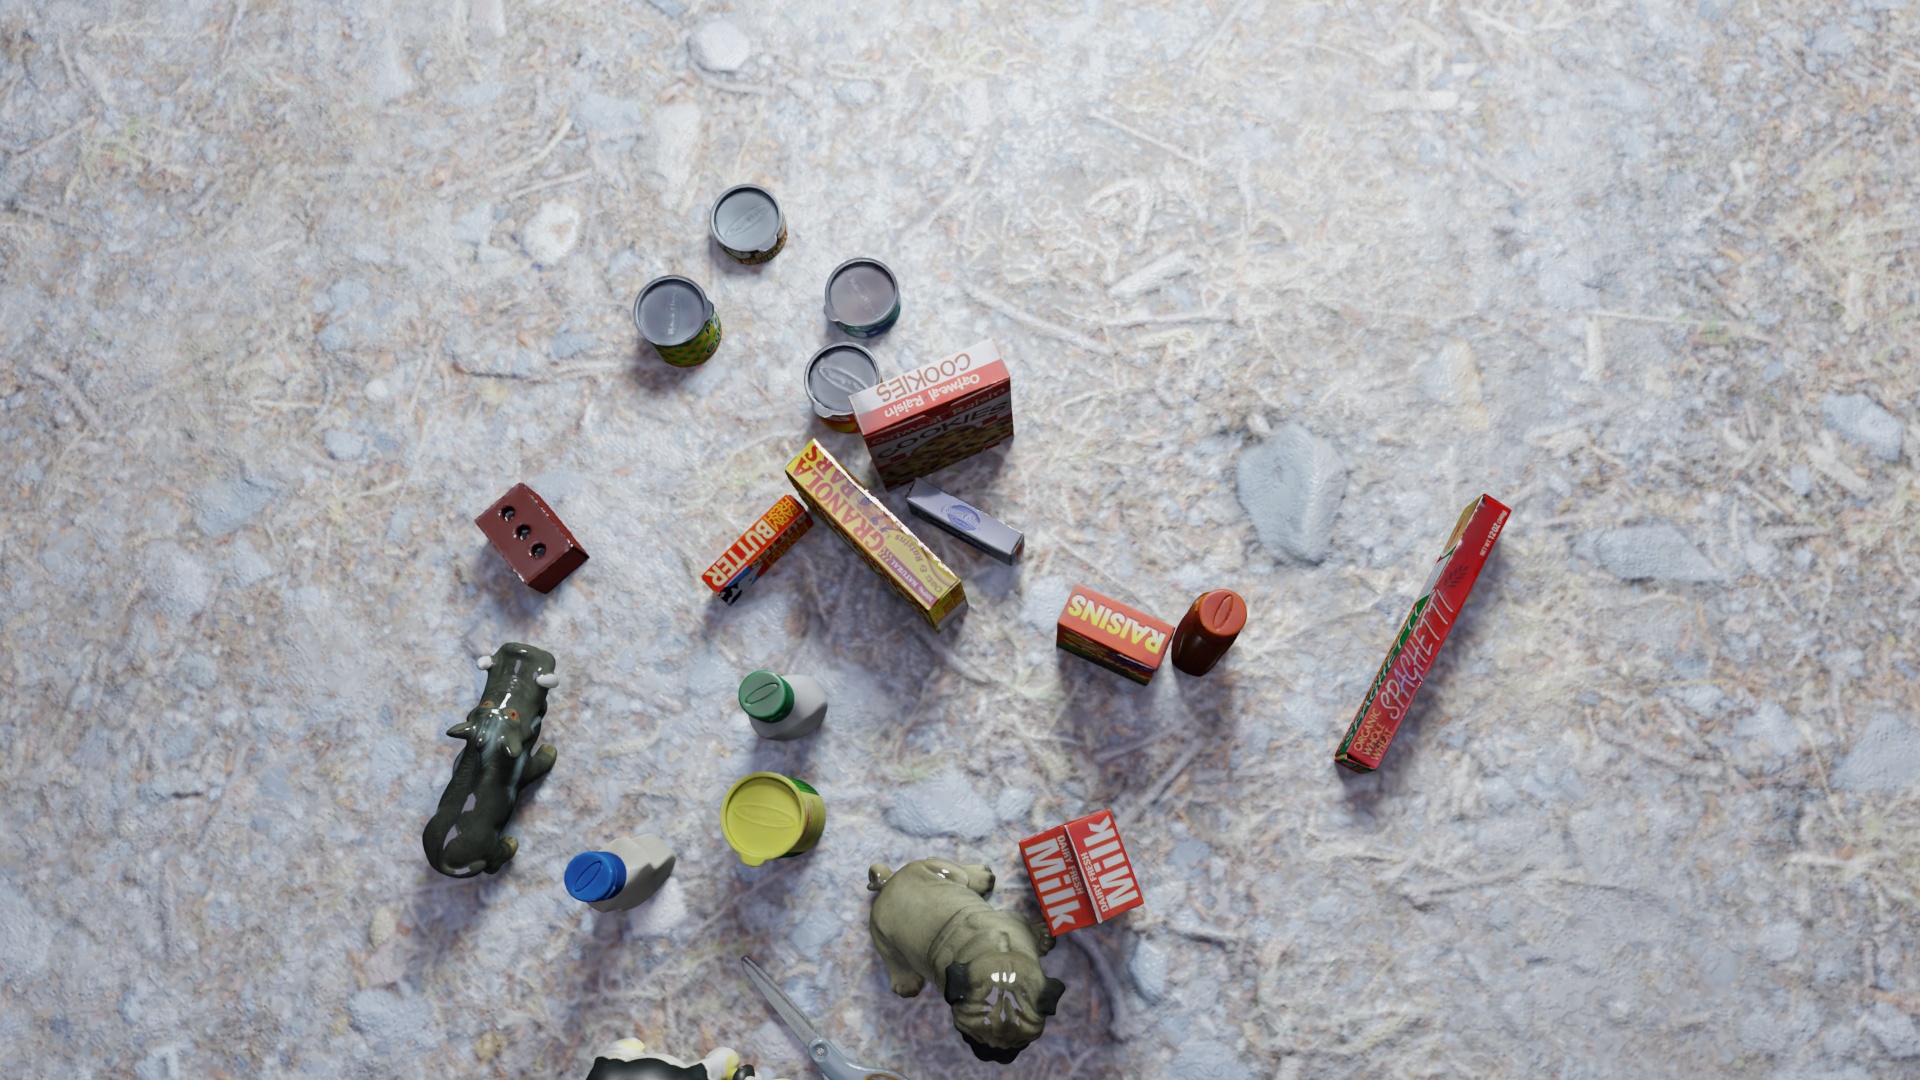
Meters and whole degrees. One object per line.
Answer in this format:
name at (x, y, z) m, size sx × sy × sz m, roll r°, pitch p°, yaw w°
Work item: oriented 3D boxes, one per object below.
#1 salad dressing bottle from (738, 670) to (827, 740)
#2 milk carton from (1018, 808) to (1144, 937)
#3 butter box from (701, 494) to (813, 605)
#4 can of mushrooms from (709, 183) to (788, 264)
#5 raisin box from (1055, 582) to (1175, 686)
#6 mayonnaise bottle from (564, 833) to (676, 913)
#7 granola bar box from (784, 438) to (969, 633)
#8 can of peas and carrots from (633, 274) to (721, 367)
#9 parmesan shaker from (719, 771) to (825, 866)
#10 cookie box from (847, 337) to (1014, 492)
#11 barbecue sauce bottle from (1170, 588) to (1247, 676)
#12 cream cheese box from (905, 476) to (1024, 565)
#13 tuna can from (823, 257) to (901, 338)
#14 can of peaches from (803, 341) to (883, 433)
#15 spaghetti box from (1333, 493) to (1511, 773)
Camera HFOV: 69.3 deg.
salad dressing bottle at (-0.143, 0.129, 1.101) m, size 0.064 × 0.147 × 0.044 m, roll -29°, pitch 78°, yaw -3°
milk carton at (0.088, 0.247, 1.040) m, size 0.073 × 0.190 × 0.072 m, roll -20°, pitch 77°, yaw -1°
butter box at (-0.171, 0.008, 1.179) m, size 0.024 × 0.053 × 0.103 m, roll 44°, pitch 83°, yaw 11°
can of mushrooms at (-0.190, -0.284, 1.258) m, size 0.071 × 0.033 × 0.071 m, roll -1°, pitch 77°, yaw 3°
raisin box at (0.121, 0.077, 1.112) m, size 0.086 × 0.123 × 0.040 m, roll 25°, pitch 80°, yaw 8°
mayonnaise bottle at (-0.266, 0.259, 1.077) m, size 0.041 × 0.148 × 0.065 m, roll 39°, pitch 82°, yaw 10°
granola bar box at (-0.067, 0.000, 1.139) m, size 0.166 × 0.124 × 0.039 m, roll 44°, pitch 83°, yaw 11°
can of peas and carrots at (-0.246, -0.193, 1.227) m, size 0.071 × 0.058 × 0.071 m, roll -1°, pitch 77°, yaw 3°
parmesan shaker at (-0.148, 0.222, 1.103) m, size 0.071 × 0.103 × 0.071 m, roll -1°, pitch 77°, yaw 3°
cookie box at (-0.019, -0.099, 1.138) m, size 0.123 × 0.167 × 0.040 m, roll -23°, pitch 77°, yaw -2°
barbecue sauce bottle at (0.197, 0.069, 1.098) m, size 0.044 × 0.148 × 0.065 m, roll 25°, pitch 80°, yaw 8°
cream cheese box at (0.004, -0.015, 1.175) m, size 0.104 × 0.053 × 0.024 m, roll 28°, pitch 80°, yaw 9°
tuna can at (-0.088, -0.214, 1.237) m, size 0.071 × 0.032 × 0.071 m, roll -1°, pitch 77°, yaw 3°
can of peaches at (-0.100, -0.130, 1.205) m, size 0.071 × 0.058 × 0.071 m, roll -1°, pitch 77°, yaw 3°
spaghetti box at (0.378, 0.077, 1.137) m, size 0.029 × 0.050 × 0.250 m, roll 29°, pitch 80°, yaw 9°
